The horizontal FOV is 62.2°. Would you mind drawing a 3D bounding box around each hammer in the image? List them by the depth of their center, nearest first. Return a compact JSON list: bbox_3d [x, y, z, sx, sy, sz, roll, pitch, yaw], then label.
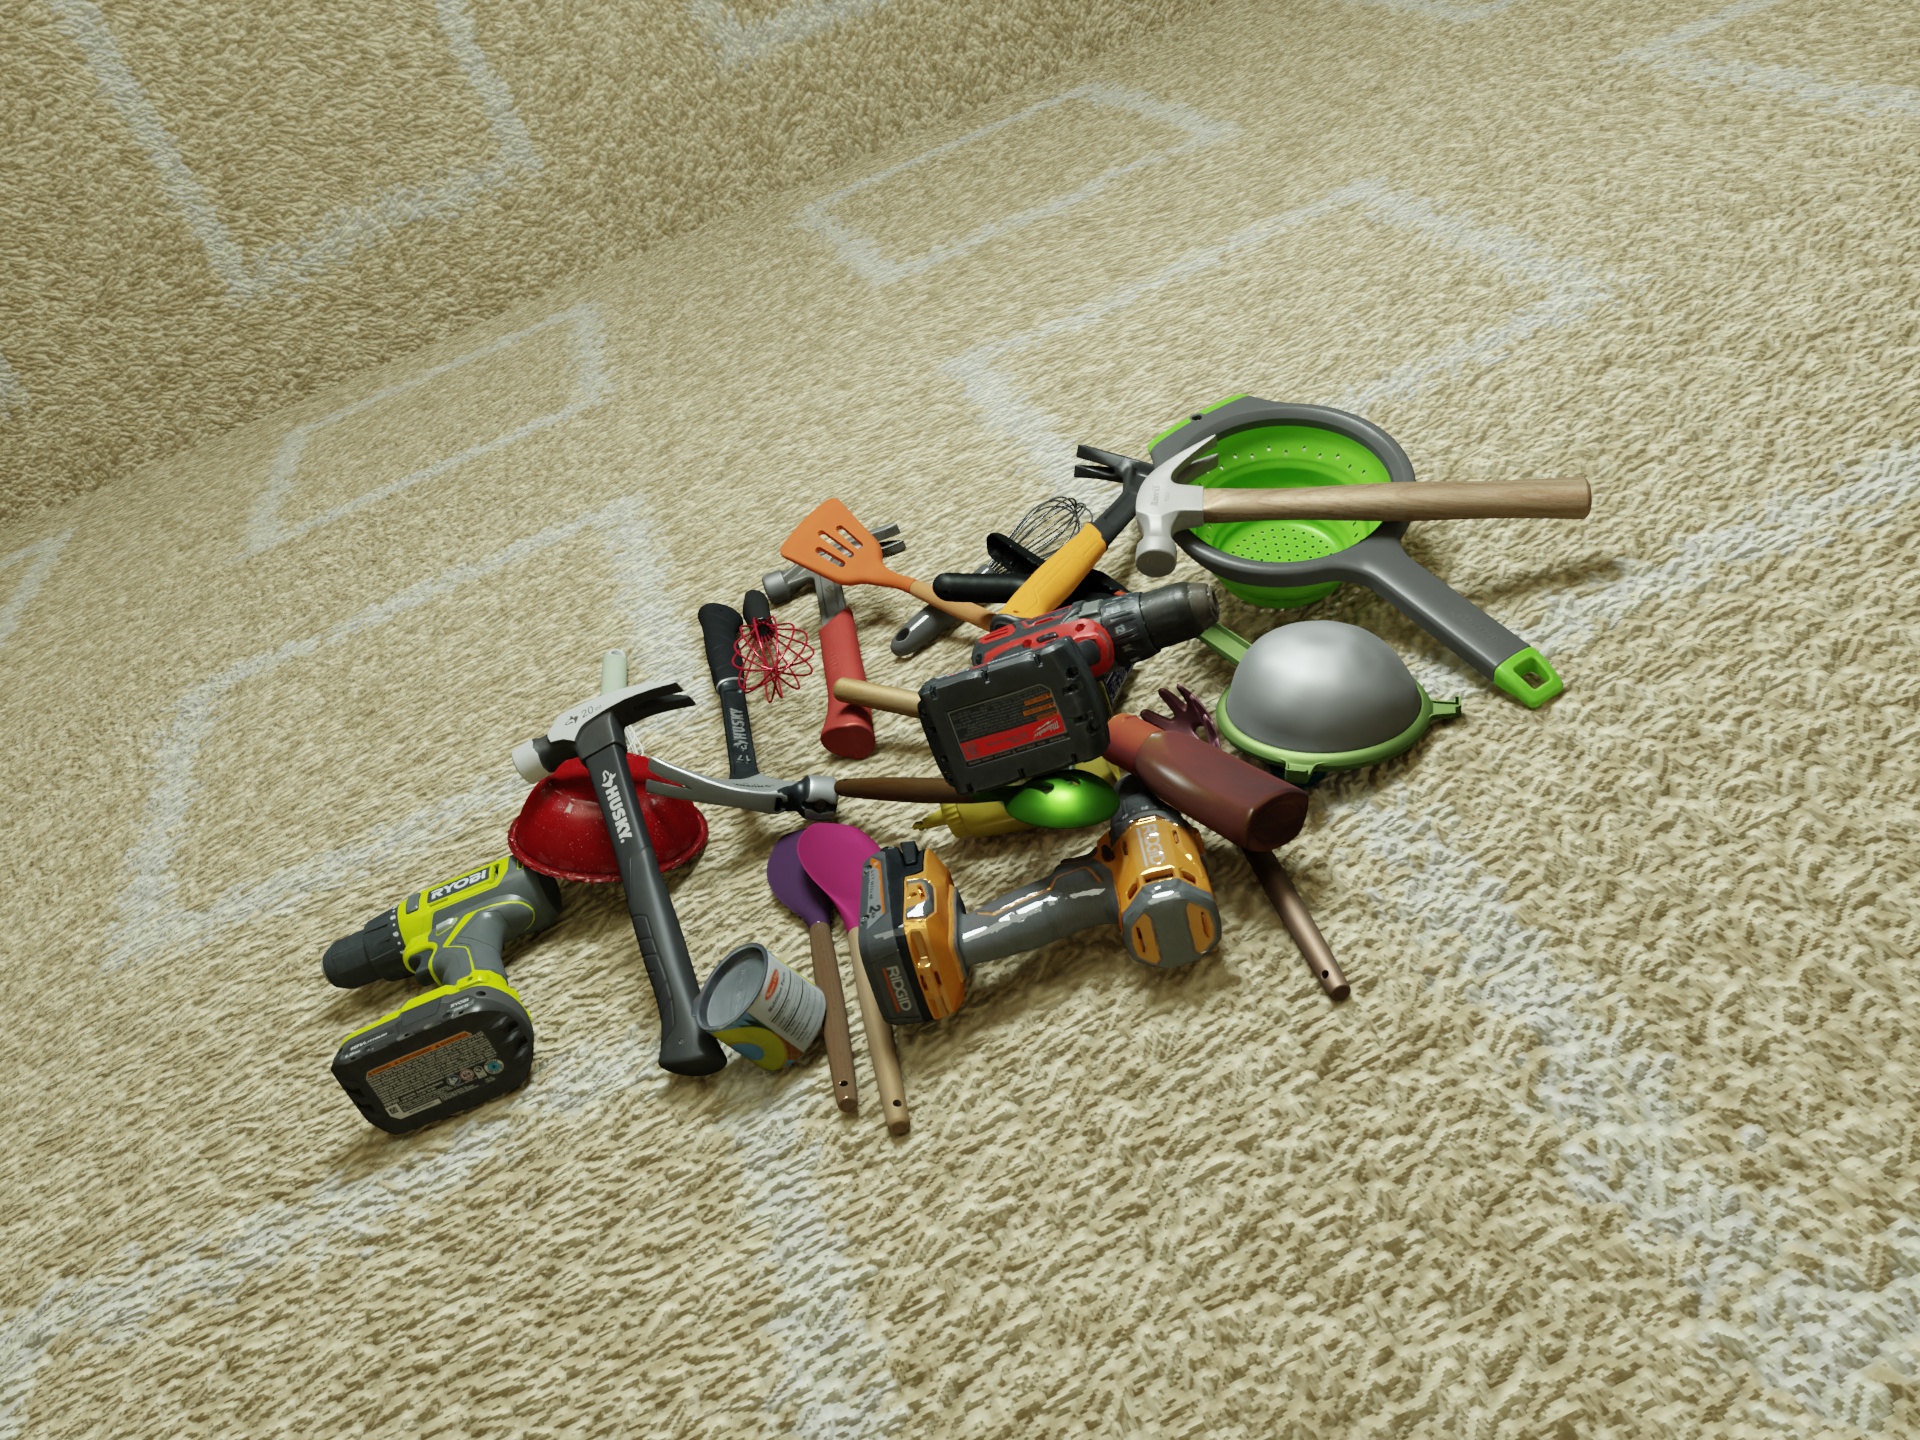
[{"bbox_3d":[-0.228,0.111,1.158,0.146,0.035,0.335,-29,54,4],"label":"hammer"},{"bbox_3d":[0.299,-0.166,1.201,0.331,0.031,0.130,0,49,10],"label":"hammer"},{"bbox_3d":[0.100,-0.150,1.364,0.127,0.034,0.337,20,37,17],"label":"hammer"},{"bbox_3d":[-0.208,-0.021,1.414,0.149,0.036,0.409,6,23,-15],"label":"hammer"},{"bbox_3d":[-0.103,-0.076,1.468,0.149,0.036,0.359,-21,32,3],"label":"hammer"}]

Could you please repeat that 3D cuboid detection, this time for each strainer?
[{"bbox_3d":[0.231,-0.053,1.161,0.151,0.069,0.257,-20,34,-19],"label":"strainer"}]

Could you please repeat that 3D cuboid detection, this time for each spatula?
[{"bbox_3d":[-0.099,0.164,1.126,0.060,0.018,0.316,-15,31,-4],"label":"spatula"},{"bbox_3d":[-0.026,-0.116,1.418,0.323,0.041,0.081,27,66,36],"label":"spatula"}]

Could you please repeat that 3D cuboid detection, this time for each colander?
[{"bbox_3d":[0.303,-0.110,1.237,0.204,0.094,0.398,-30,50,-15],"label":"colander"}]

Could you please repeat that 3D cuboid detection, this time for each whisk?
[{"bbox_3d":[-0.003,-0.002,1.265,0.245,0.047,0.051,12,35,32],"label":"whisk"},{"bbox_3d":[-0.177,-0.078,1.443,0.073,0.073,0.296,-25,19,-4],"label":"whisk"},{"bbox_3d":[0.029,-0.132,1.465,0.239,0.055,0.055,-39,35,-16],"label":"whisk"},{"bbox_3d":[-0.330,-0.011,1.508,0.057,0.059,0.247,11,24,-16],"label":"whisk"}]

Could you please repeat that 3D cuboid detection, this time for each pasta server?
[{"bbox_3d":[0.187,0.075,1.063,0.060,0.040,0.317,-52,28,20],"label":"pasta server"}]

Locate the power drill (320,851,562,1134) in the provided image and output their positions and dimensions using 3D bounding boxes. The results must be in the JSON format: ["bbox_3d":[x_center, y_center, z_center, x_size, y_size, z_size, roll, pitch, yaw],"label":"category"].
[{"bbox_3d":[-0.403,0.201,1.206,0.190,0.080,0.229,-22,29,-1],"label":"power drill"}]

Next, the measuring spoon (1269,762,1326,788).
[{"bbox_3d":[0.264,0.014,1.132,0.042,0.021,0.128,18,40,37],"label":"measuring spoon"}]

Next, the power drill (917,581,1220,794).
[{"bbox_3d":[0.079,-0.037,1.108,0.188,0.080,0.227,-17,12,20],"label":"power drill"}]

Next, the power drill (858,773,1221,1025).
[{"bbox_3d":[0.051,0.108,1.062,0.226,0.084,0.185,-14,27,6],"label":"power drill"}]

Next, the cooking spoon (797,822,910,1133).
[{"bbox_3d":[-0.068,0.165,1.099,0.068,0.017,0.319,6,30,-16],"label":"cooking spoon"}]

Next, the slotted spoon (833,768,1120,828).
[{"bbox_3d":[-0.004,0.050,1.123,0.070,0.031,0.314,-23,13,-34],"label":"slotted spoon"}]
